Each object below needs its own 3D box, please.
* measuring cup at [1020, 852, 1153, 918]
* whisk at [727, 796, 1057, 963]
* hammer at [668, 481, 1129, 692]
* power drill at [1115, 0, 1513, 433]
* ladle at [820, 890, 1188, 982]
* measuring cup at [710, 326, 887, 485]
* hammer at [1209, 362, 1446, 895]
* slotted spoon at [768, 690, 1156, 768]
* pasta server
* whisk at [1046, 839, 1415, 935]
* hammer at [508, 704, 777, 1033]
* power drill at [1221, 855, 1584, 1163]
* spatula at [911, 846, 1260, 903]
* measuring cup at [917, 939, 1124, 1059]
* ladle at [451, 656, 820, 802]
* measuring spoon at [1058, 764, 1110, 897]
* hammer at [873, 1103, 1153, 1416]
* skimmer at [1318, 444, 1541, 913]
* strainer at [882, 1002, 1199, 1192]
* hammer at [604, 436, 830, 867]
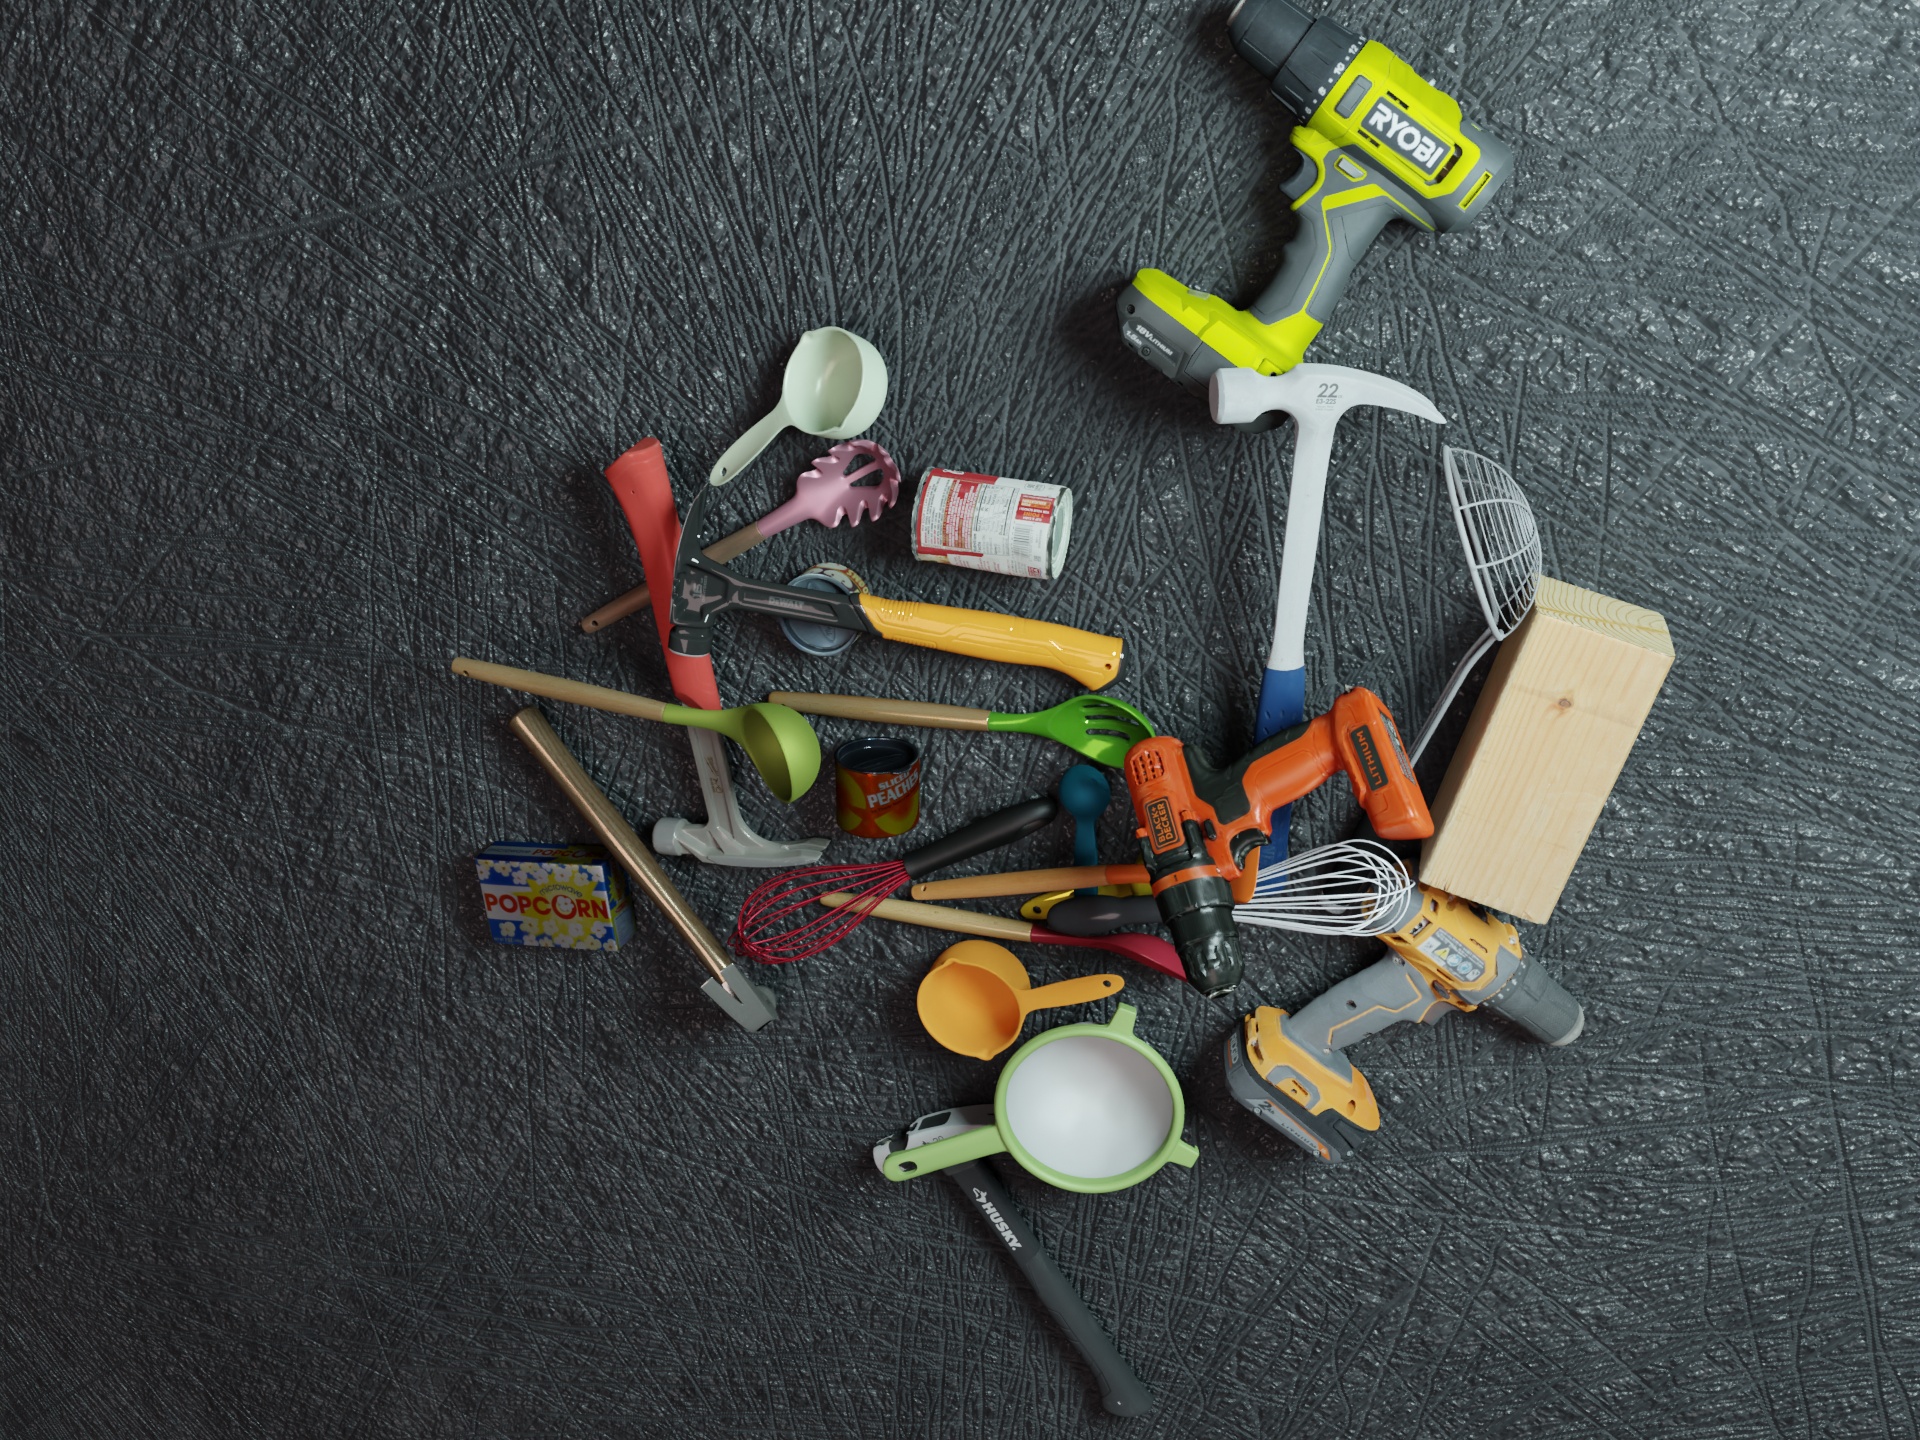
[{"bbox_3d":[0.114,0.138,1.238,0.156,0.029,0.062,-17,106,23],"label":"measuring cup"},{"bbox_3d":[-0.057,0.123,1.260,0.296,0.073,0.073,-24,103,14],"label":"whisk"},{"bbox_3d":[-0.042,-0.080,1.157,0.337,0.034,0.127,11,114,0],"label":"hammer"},{"bbox_3d":[0.200,-0.316,0.997,0.190,0.080,0.228,36,114,-2],"label":"power drill"},{"bbox_3d":[0.033,0.167,1.271,0.315,0.069,0.031,8,74,18],"label":"ladle"},{"bbox_3d":[-0.117,-0.215,1.149,0.167,0.038,0.083,-34,68,33],"label":"measuring cup"},{"bbox_3d":[0.228,-0.047,1.083,0.144,0.035,0.405,-2,124,-2],"label":"hammer"},{"bbox_3d":[-0.002,-0.004,1.215,0.314,0.031,0.070,5,135,17],"label":"slotted spoon"},{"bbox_3d":[-0.174,-0.131,1.209,0.316,0.040,0.060,-24,108,25],"label":"pasta server"},{"bbox_3d":[0.190,0.133,1.160,0.284,0.070,0.070,-9,109,31],"label":"whisk"},{"bbox_3d":[-0.262,0.123,1.315,0.031,0.130,0.331,-39,89,-6],"label":"hammer"},{"bbox_3d":[0.329,0.230,1.185,0.185,0.084,0.226,36,113,-9],"label":"power drill"},{"bbox_3d":[0.087,0.114,1.191,0.322,0.081,0.041,-10,151,36],"label":"spatula"},{"bbox_3d":[0.052,0.213,1.277,0.173,0.052,0.095,-14,107,20],"label":"measuring cup"},{"bbox_3d":[-0.255,-0.004,1.220,0.320,0.062,0.078,12,133,14],"label":"ladle"},{"bbox_3d":[0.092,0.097,1.215,0.042,0.021,0.128,9,110,31],"label":"measuring spoon"},{"bbox_3d":[0.072,0.476,1.390,0.146,0.035,0.334,-28,102,26],"label":"hammer"},{"bbox_3d":[0.296,-0.012,1.088,0.090,0.127,0.363,18,126,0],"label":"skimmer"},{"bbox_3d":[0.057,0.318,1.297,0.256,0.069,0.151,-21,104,15],"label":"strainer"},{"bbox_3d":[-0.202,-0.043,1.234,0.149,0.037,0.358,1,119,17],"label":"hammer"}]
